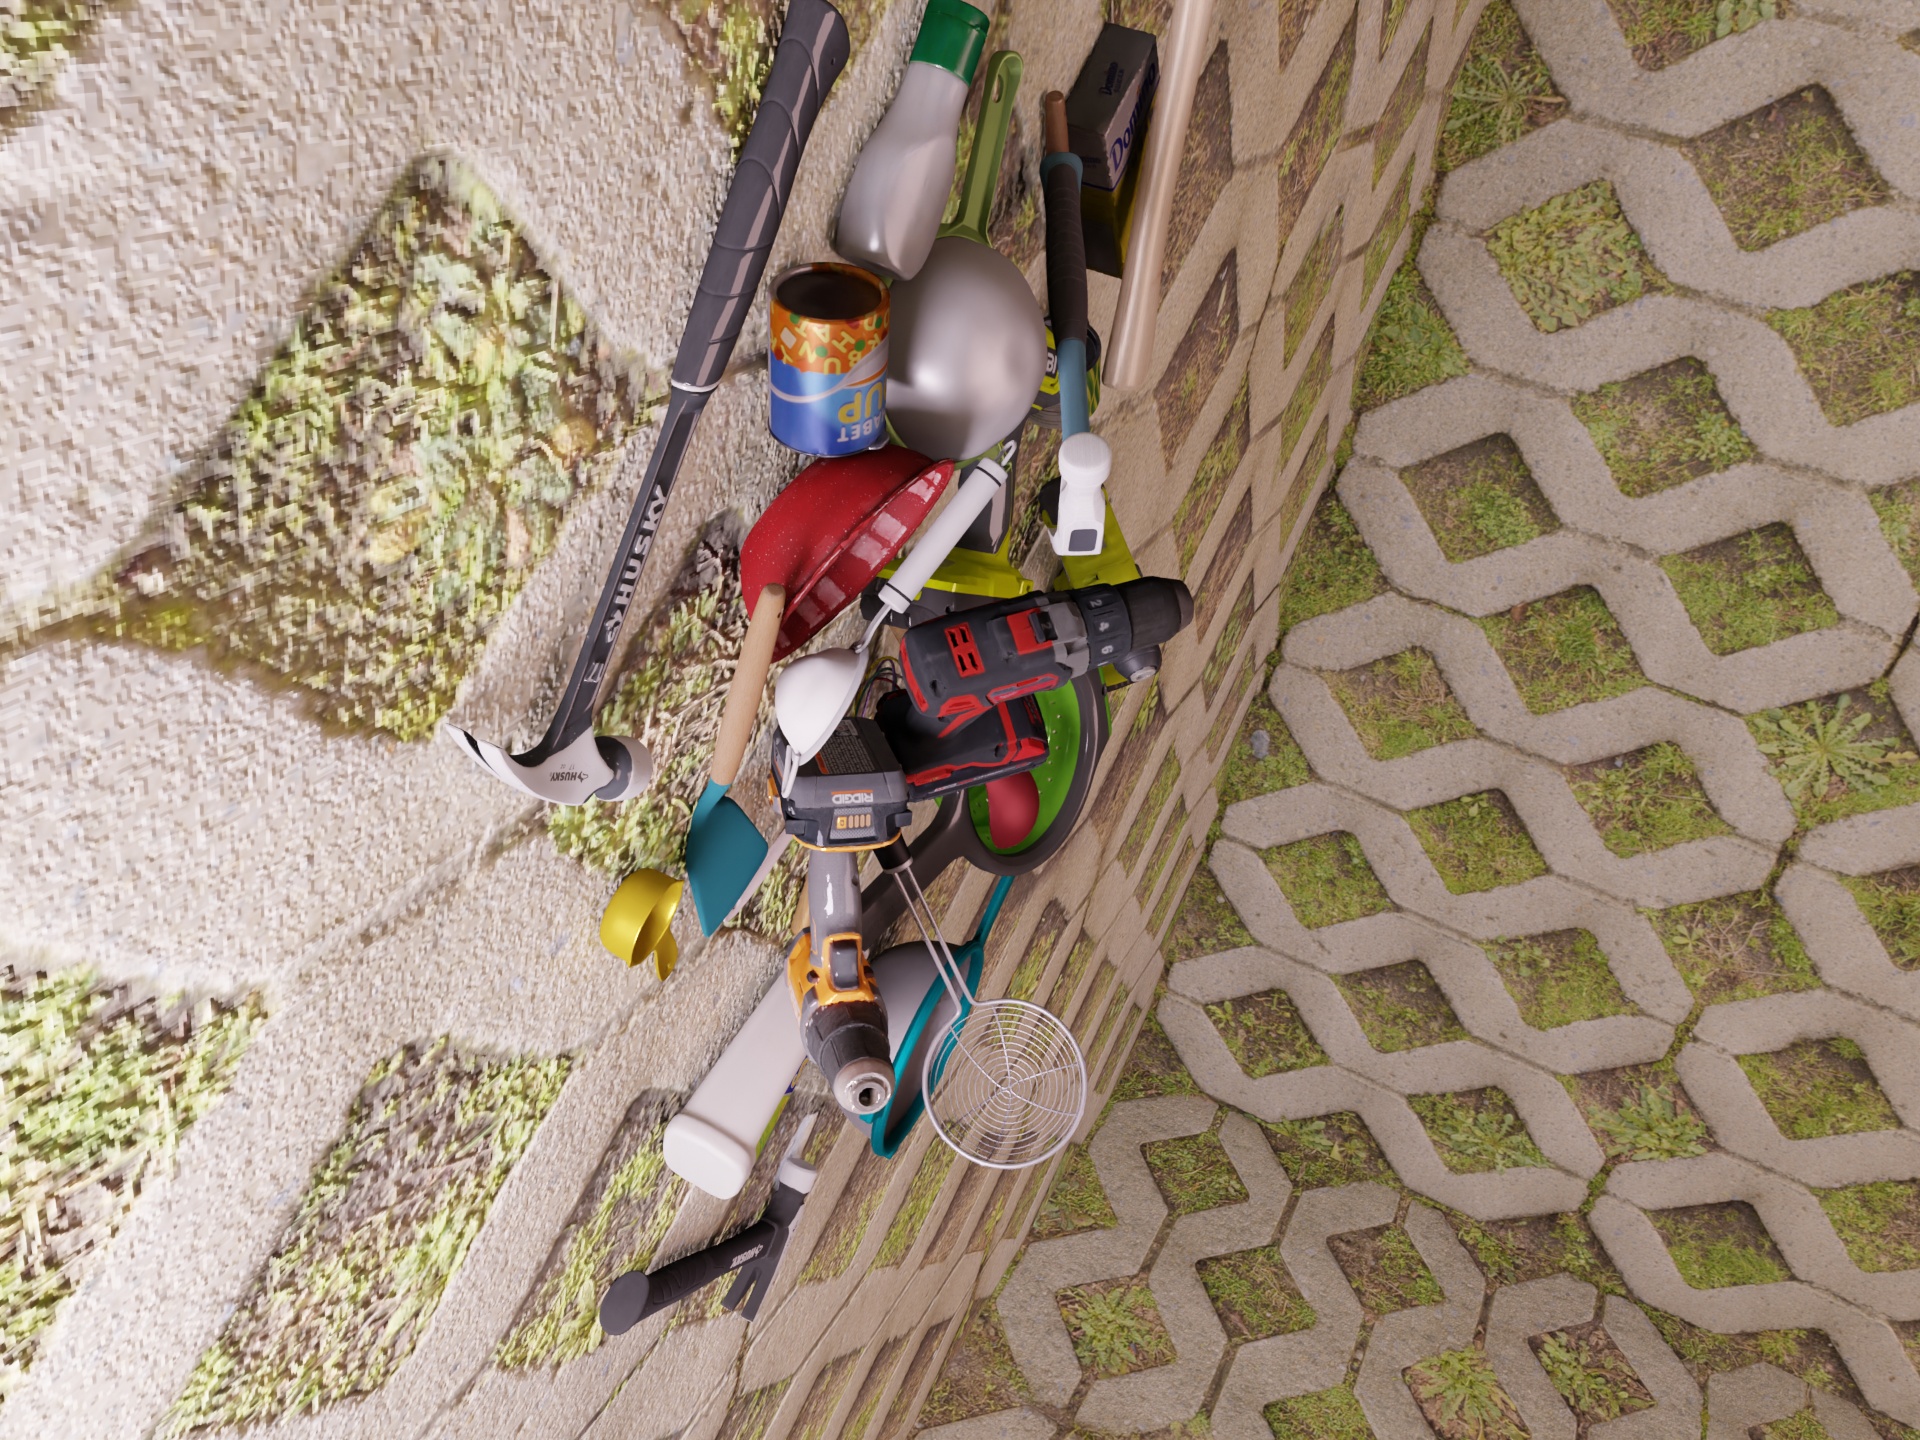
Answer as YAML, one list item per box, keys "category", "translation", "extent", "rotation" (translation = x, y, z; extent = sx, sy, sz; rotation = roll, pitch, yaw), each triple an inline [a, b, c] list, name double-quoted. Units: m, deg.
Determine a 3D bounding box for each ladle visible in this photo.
- category: "ladle"
  translation: [-0.002, -0.004, 1.213]
  extent: [0.069, 0.031, 0.315]
  rotation: [-61, 139, -28]

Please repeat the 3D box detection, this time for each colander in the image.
- category: "colander"
  translation: [-0.020, 0.069, 1.312]
  extent: [0.397, 0.094, 0.204]
  rotation: [-43, 132, -37]

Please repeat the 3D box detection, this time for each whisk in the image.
- category: "whisk"
  translation: [-0.085, 0.063, 1.202]
  extent: [0.051, 0.047, 0.245]
  rotation: [-38, 150, -65]

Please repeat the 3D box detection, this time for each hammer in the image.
- category: "hammer"
  translation: [-0.139, -0.150, 0.774]
  extent: [0.409, 0.036, 0.149]
  rotation: [-69, 162, 5]
- category: "hammer"
  translation: [0.071, -0.247, 1.023]
  extent: [0.128, 0.033, 0.331]
  rotation: [88, 2, -58]
- category: "hammer"
  translation: [0.148, -0.434, 1.136]
  extent: [0.146, 0.038, 0.410]
  rotation: [-43, 148, -54]
- category: "hammer"
  translation: [-0.213, 0.463, 1.337]
  extent: [0.146, 0.035, 0.334]
  rotation: [-68, 163, -1]

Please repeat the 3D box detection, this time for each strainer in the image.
- category: "strainer"
  translation: [0.021, -0.273, 0.954]
  extent: [0.151, 0.069, 0.256]
  rotation: [6, 98, -51]
- category: "strainer"
  translation: [-0.047, -0.069, 0.967]
  extent: [0.258, 0.050, 0.087]
  rotation: [-52, -160, -2]
- category: "strainer"
  translation: [-0.037, 0.230, 1.485]
  extent: [0.210, 0.095, 0.340]
  rotation: [82, 32, -65]

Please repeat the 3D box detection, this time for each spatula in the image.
- category: "spatula"
  translation: [0.077, -0.345, 1.212]
  extent: [0.315, 0.018, 0.060]
  rotation: [80, 17, -60]
- category: "spatula"
  translation: [-0.127, 0.023, 0.947]
  extent: [0.082, 0.044, 0.317]
  rotation: [-57, 175, -36]

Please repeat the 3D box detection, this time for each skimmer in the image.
- category: "skimmer"
  translation: [-0.016, 0.167, 1.179]
  extent: [0.363, 0.127, 0.090]
  rotation: [66, -4, -21]

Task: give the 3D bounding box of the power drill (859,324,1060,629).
- category: "power drill"
  translation: [0.004, -0.170, 1.081]
  extent: [0.171, 0.080, 0.223]
  rotation: [-2, 104, -60]

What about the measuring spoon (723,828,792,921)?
- category: "measuring spoon"
  translation: [-0.137, 0.089, 1.133]
  extent: [0.124, 0.018, 0.034]
  rotation: [-56, 161, -14]

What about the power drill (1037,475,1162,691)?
- category: "power drill"
  translation: [0.136, -0.106, 1.464]
  extent: [0.080, 0.191, 0.228]
  rotation: [-21, 165, 3]

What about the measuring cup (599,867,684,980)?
- category: "measuring cup"
  translation: [-0.197, 0.134, 0.994]
  extent: [0.062, 0.029, 0.156]
  rotation: [-60, 174, -23]

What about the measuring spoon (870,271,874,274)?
- category: "measuring spoon"
  translation: [-0.040, -0.294, 0.931]
  extent: [0.021, 0.011, 0.116]
  rotation: [-36, 145, -60]

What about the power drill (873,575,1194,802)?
- category: "power drill"
  translation: [0.040, -0.027, 1.049]
  extent: [0.188, 0.080, 0.226]
  rotation: [-16, 167, -16]

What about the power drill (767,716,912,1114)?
- category: "power drill"
  translation: [-0.078, 0.131, 1.054]
  extent: [0.185, 0.084, 0.226]
  rotation: [-124, -146, -65]
